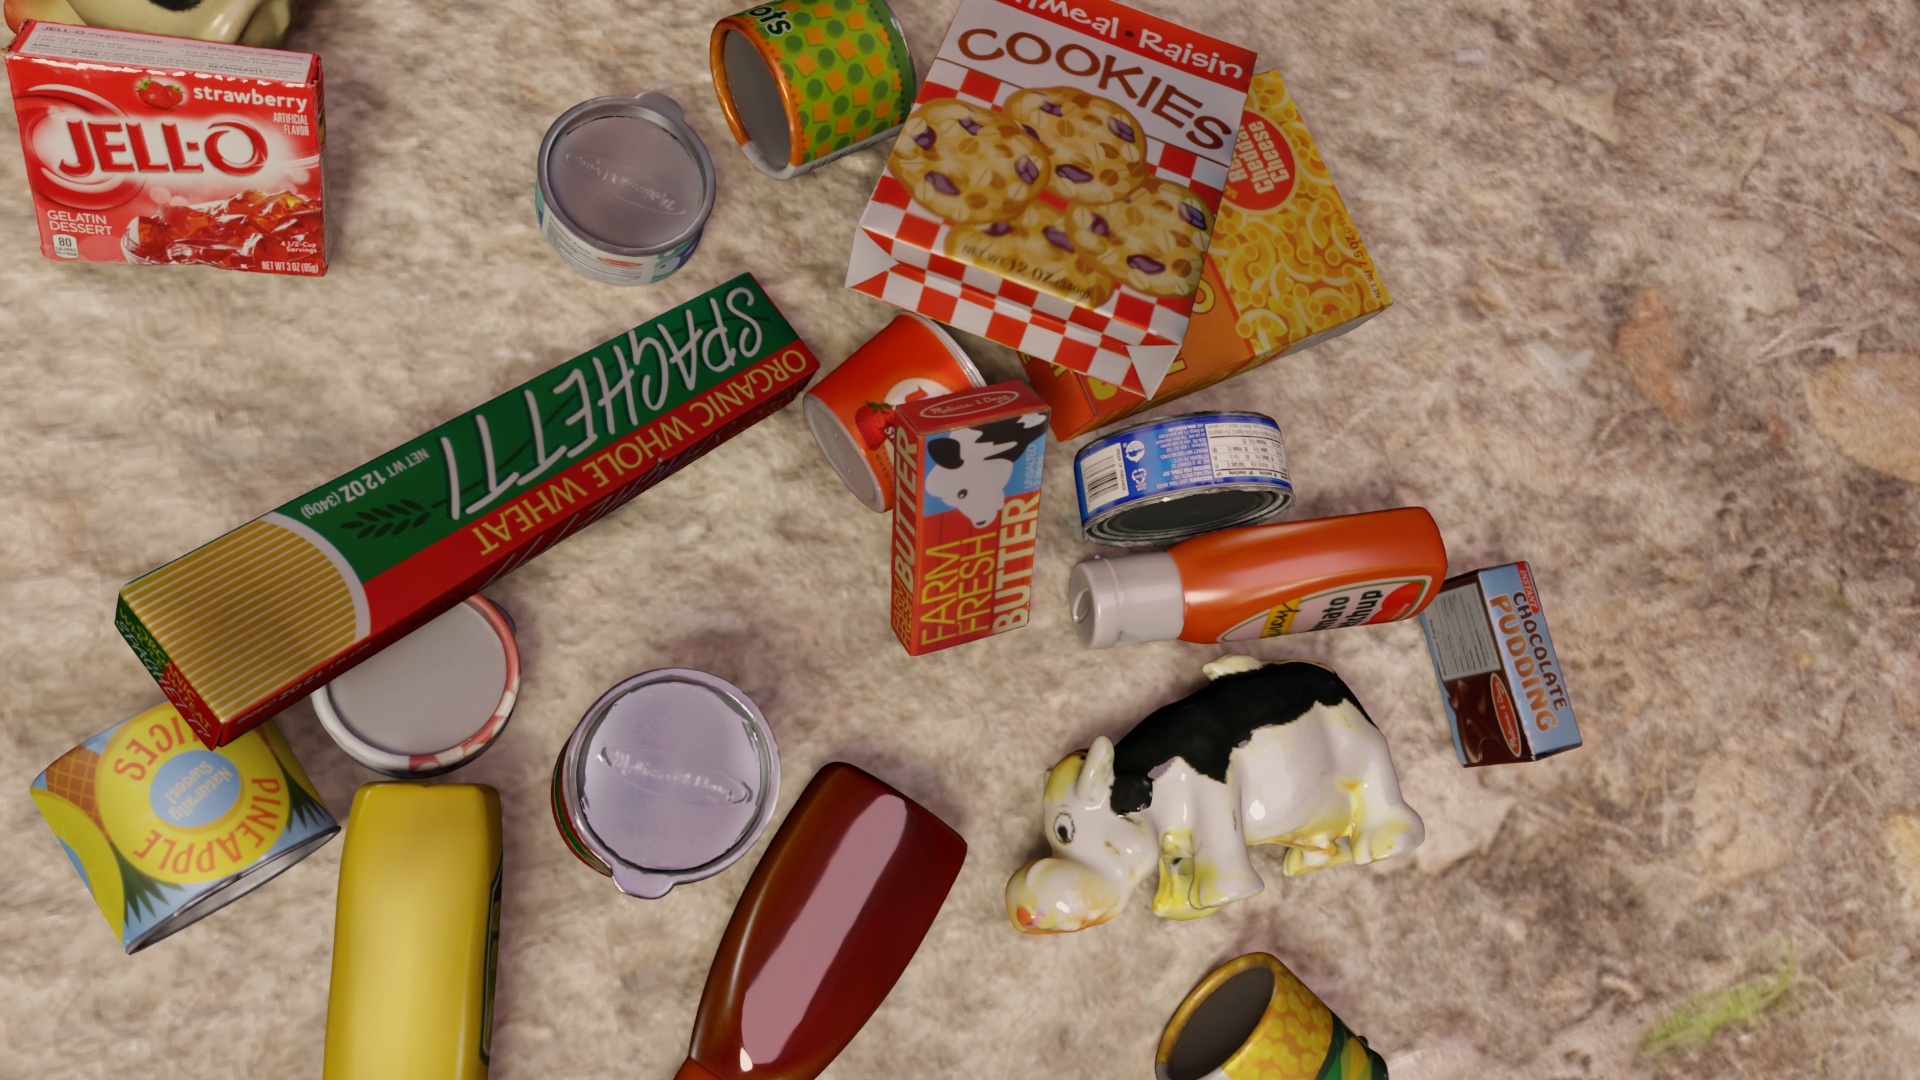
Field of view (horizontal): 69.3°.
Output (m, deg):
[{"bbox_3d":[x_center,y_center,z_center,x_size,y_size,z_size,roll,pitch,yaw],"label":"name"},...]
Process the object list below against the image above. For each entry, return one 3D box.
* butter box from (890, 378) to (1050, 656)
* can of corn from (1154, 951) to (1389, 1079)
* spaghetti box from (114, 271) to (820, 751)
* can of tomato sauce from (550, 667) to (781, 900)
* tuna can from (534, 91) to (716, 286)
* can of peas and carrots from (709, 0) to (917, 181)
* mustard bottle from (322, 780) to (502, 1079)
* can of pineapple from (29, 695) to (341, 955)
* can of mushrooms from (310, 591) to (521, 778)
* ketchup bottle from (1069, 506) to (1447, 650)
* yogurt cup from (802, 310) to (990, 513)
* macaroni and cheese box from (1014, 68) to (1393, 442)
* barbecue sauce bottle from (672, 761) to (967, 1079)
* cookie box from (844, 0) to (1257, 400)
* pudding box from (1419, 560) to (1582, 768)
[{"bbox_3d":[0.002,-0.007,0.521,0.053,0.103,0.024,-14,38,-23],"label":"butter box"},{"bbox_3d":[0.117,0.197,0.524,0.058,0.071,0.071,45,67,-5],"label":"can of corn"},{"bbox_3d":[-0.149,-0.022,0.471,0.251,0.028,0.050,-38,90,-39],"label":"spaghetti box"},{"bbox_3d":[-0.101,0.083,0.464,0.071,0.083,0.071,5,75,-19],"label":"can of tomato sauce"},{"bbox_3d":[-0.129,-0.136,0.537,0.071,0.032,0.071,5,75,-19],"label":"tuna can"},{"bbox_3d":[-0.060,-0.187,0.556,0.059,0.070,0.071,-30,88,-23],"label":"can of peas and carrots"},{"bbox_3d":[-0.172,0.156,0.434,0.049,0.065,0.160,3,81,-17],"label":"mustard bottle"},{"bbox_3d":[-0.235,0.082,0.423,0.071,0.071,0.058,-32,89,-24],"label":"can of pineapple"},{"bbox_3d":[-0.182,0.045,0.472,0.071,0.033,0.071,5,75,-18],"label":"can of mushrooms"},{"bbox_3d":[0.121,0.018,0.575,0.149,0.064,0.044,-6,65,-12],"label":"ketchup bottle"},{"bbox_3d":[-0.024,-0.047,0.537,0.054,0.072,0.072,-35,90,-16],"label":"yogurt cup"},{"bbox_3d":[0.093,-0.129,0.612,0.167,0.040,0.124,-22,84,-24],"label":"macaroni and cheese box"},{"bbox_3d":[-0.059,0.155,0.483,0.065,0.043,0.149,35,68,-8],"label":"barbecue sauce bottle"},{"bbox_3d":[0.040,-0.147,0.545,0.123,0.040,0.168,20,58,-2],"label":"cookie box"},{"bbox_3d":[0.234,0.055,0.611,0.030,0.049,0.084,-9,79,-20],"label":"pudding box"}]
